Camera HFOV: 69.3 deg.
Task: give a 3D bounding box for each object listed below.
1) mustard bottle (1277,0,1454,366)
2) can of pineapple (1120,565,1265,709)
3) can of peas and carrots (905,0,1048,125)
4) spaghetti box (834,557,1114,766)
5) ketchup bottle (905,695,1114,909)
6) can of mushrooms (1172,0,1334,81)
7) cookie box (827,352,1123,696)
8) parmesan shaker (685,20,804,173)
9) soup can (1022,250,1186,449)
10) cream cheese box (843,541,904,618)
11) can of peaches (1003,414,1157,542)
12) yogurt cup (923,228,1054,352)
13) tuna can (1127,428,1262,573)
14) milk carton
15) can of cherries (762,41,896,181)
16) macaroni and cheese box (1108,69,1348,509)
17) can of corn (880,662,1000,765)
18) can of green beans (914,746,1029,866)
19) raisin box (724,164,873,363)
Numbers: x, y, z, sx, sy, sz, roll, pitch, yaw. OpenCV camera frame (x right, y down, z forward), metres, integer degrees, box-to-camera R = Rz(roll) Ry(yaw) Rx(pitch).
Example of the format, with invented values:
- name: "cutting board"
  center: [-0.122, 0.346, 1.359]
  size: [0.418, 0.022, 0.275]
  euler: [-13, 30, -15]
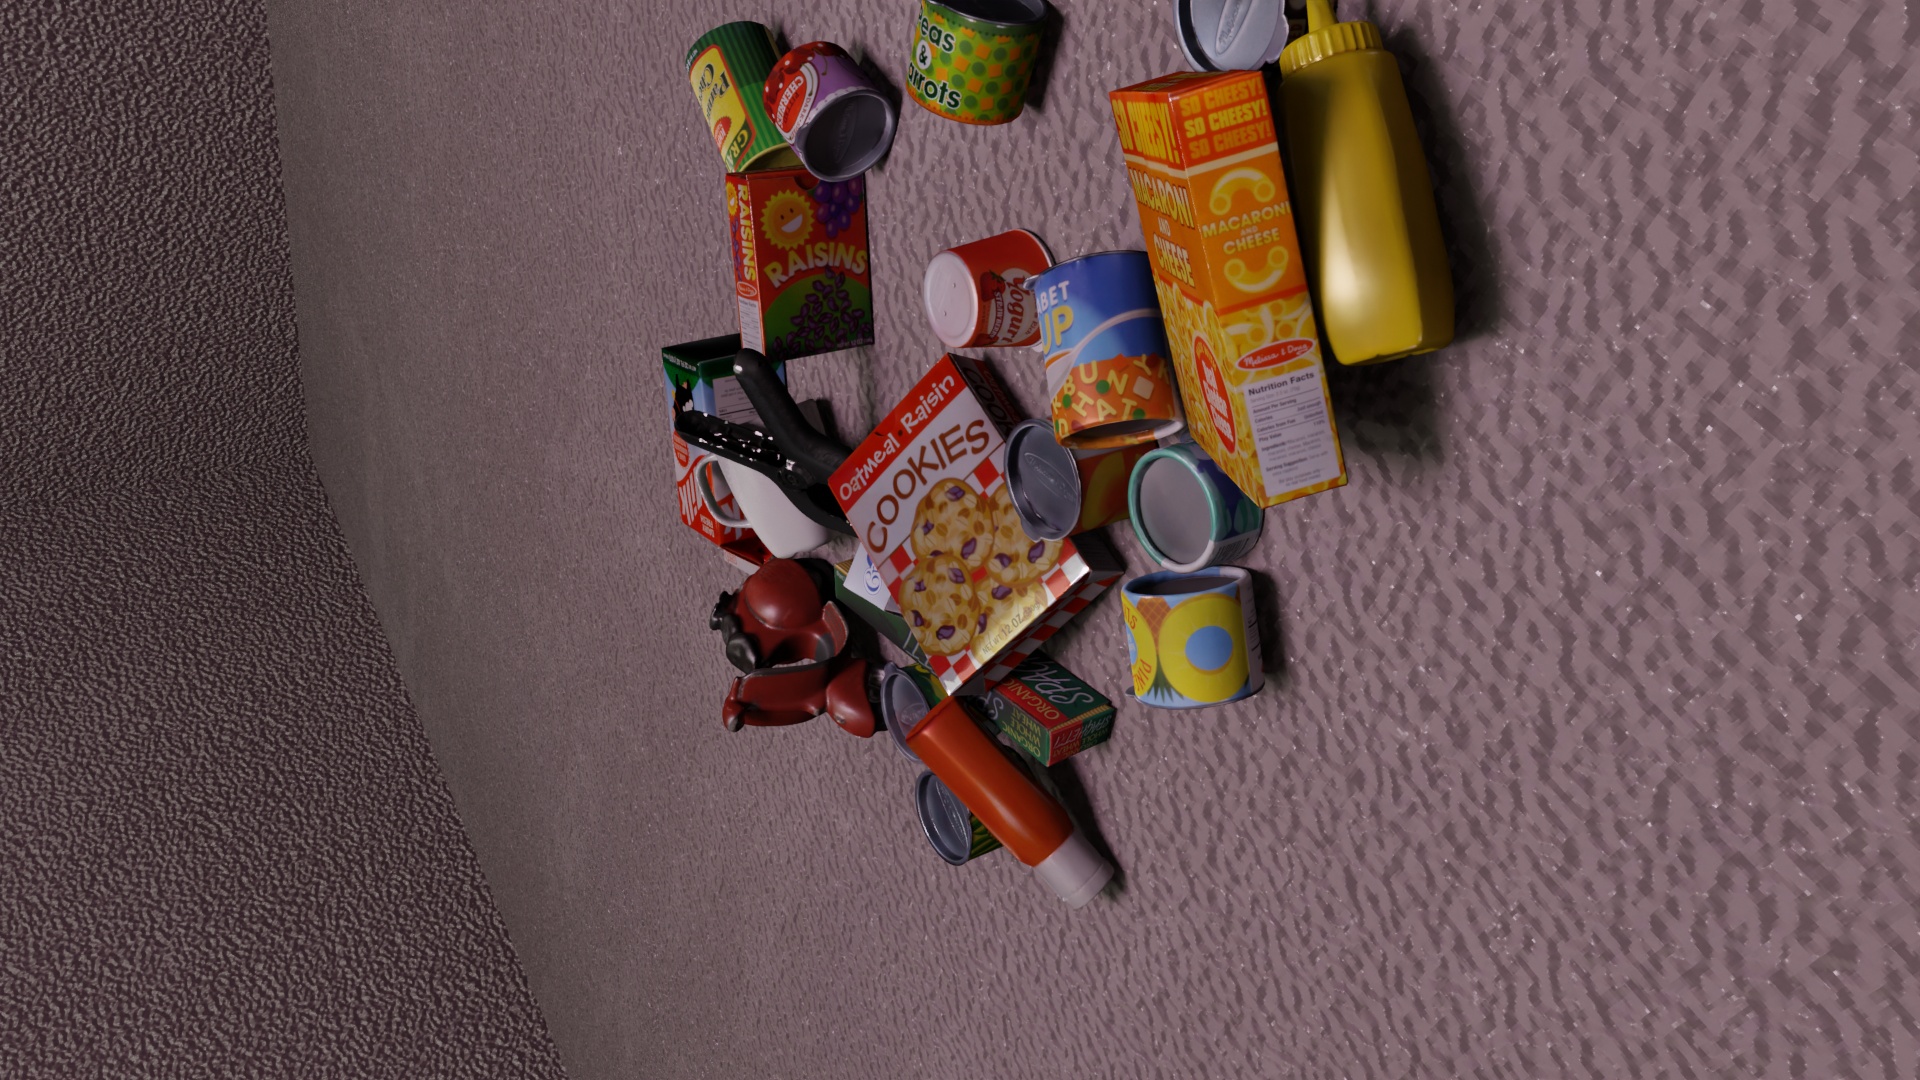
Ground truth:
- name: "mustard bottle"
  center: [0.157, -0.150, 0.552]
  size: [0.048, 0.065, 0.160]
  euler: [-13, 87, 34]
- name: "can of pineapple"
  center: [0.115, 0.048, 0.698]
  size: [0.071, 0.071, 0.057]
  euler: [5, 107, 57]
- name: "can of peas and carrots"
  center: [0.006, -0.260, 0.733]
  size: [0.071, 0.071, 0.058]
  euler: [51, 142, 33]
- name: "spaghetti box"
  center: [0.001, 0.069, 0.905]
  size: [0.250, 0.050, 0.028]
  euler: [34, 132, 47]
- name: "ketchup bottle"
  center: [0.031, 0.162, 0.858]
  size: [0.149, 0.043, 0.064]
  euler: [47, 166, 1]
- name: "can of mushrooms"
  center: [0.126, -0.229, 0.594]
  size: [0.071, 0.033, 0.070]
  euler: [29, 126, 49]
- name: "cookie box"
  center: [0.003, -0.010, 0.831]
  size: [0.122, 0.040, 0.168]
  euler: [-44, 63, 27]
- name: "parmesan shaker"
  center: [-0.142, -0.294, 0.957]
  size: [0.071, 0.071, 0.103]
  euler: [-45, 65, 55]
- name: "soup can"
  center: [0.071, -0.092, 0.689]
  size: [0.071, 0.071, 0.084]
  euler: [-22, 73, 58]
- name: "cream cheese box"
  center: [-0.037, -0.006, 0.911]
  size: [0.053, 0.024, 0.103]
  euler: [24, 93, 50]
- name: "can of peaches"
  center: [0.065, -0.037, 0.750]
  size: [0.071, 0.058, 0.071]
  euler: [30, 128, 48]
- name: "yogurt cup"
  center: [0.015, -0.140, 0.787]
  size: [0.072, 0.054, 0.072]
  euler: [29, 126, 50]
- name: "tuna can"
  center: [0.116, -0.020, 0.700]
  size: [0.071, 0.033, 0.070]
  euler: [30, 128, 48]
- name: "milk carton"
  center: [-0.183, -0.063, 1.113]
  size: [0.072, 0.074, 0.189]
  euler: [25, 124, 51]
- name: "can of cherries"
  center: [-0.084, -0.270, 0.871]
  size: [0.058, 0.072, 0.071]
  euler: [55, 144, 29]
- name: "macaroni and cheese box"
  center: [0.111, -0.111, 0.586]
  size: [0.124, 0.040, 0.166]
  euler: [-105, -2, -71]
- name: "can of corn"
  center: [-0.013, 0.108, 0.935]
  size: [0.071, 0.058, 0.071]
  euler: [30, 128, 49]
- name: "can of green beans"
  center: [0.011, 0.176, 0.927]
  size: [0.071, 0.058, 0.071]
  euler: [30, 128, 49]
- name: "raisin box"
  center: [-0.107, -0.187, 0.928]
  size: [0.040, 0.086, 0.123]
  euler: [26, 124, 52]
